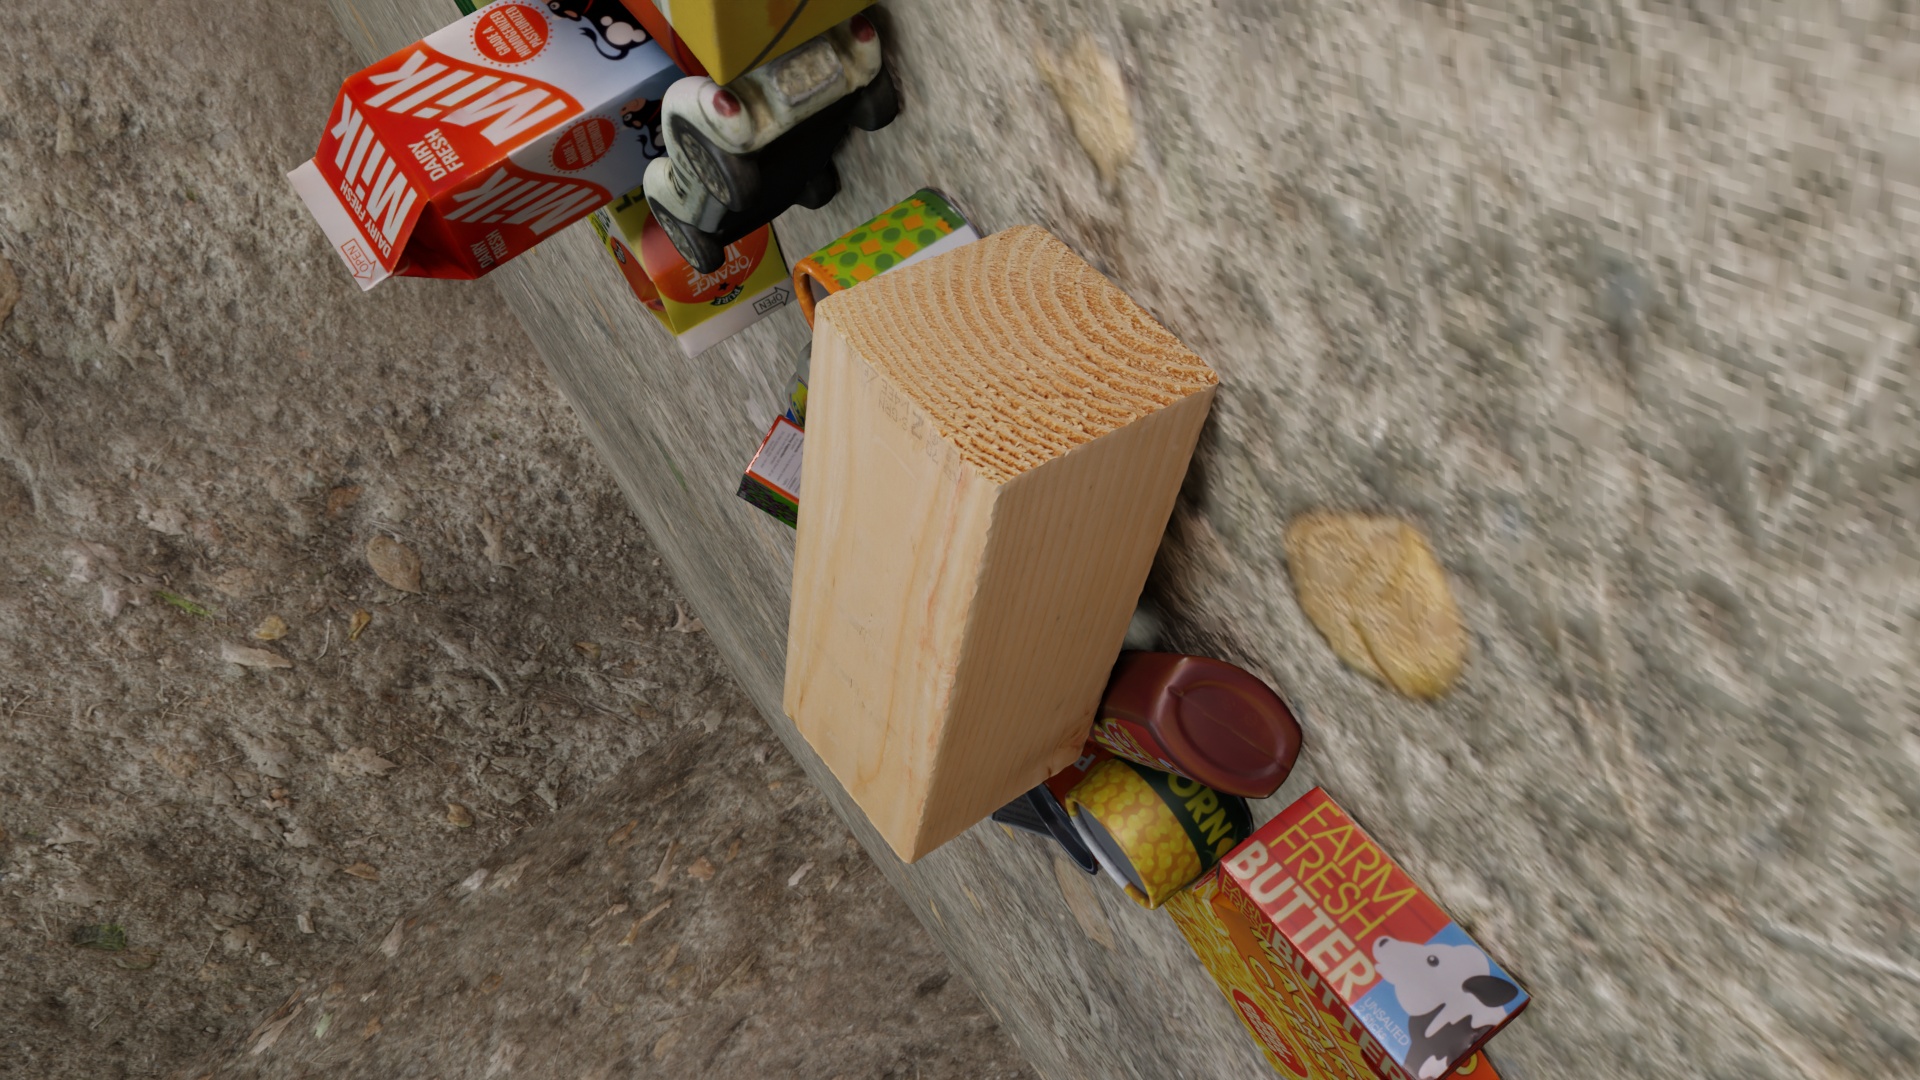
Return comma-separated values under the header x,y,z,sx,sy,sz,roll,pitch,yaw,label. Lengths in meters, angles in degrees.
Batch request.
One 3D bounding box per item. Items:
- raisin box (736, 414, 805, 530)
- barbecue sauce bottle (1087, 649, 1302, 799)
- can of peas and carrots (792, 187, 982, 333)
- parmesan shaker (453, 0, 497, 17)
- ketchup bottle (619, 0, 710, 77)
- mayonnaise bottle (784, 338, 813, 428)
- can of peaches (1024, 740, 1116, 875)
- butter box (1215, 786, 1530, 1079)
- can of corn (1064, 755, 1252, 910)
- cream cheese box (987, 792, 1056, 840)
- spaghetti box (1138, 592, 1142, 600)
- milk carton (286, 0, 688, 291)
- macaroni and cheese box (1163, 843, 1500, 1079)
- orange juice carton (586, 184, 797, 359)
x,y,z,sx,sy,sz,roll,pitch,yaw,label
-0.058,-0.015,0.755,0.123,0.040,0.086,31,168,-6,raisin box
0.079,0.070,0.572,0.065,0.044,0.148,34,170,-11,barbecue sauce bottle
-0.023,-0.090,0.527,0.071,0.059,0.070,51,165,20,can of peas and carrots
-0.263,-0.327,0.769,0.103,0.071,0.071,59,166,-12,parmesan shaker
-0.136,-0.252,0.571,0.149,0.043,0.064,49,164,25,ketchup bottle
-0.066,-0.073,0.746,0.064,0.041,0.148,53,166,-6,mayonnaise bottle
0.069,0.123,0.703,0.071,0.058,0.071,52,166,19,can of peaches
0.146,0.143,0.502,0.104,0.053,0.024,47,161,32,butter box
0.090,0.125,0.636,0.071,0.058,0.071,51,165,19,can of corn
0.056,0.153,0.771,0.104,0.024,0.053,20,173,-17,cream cheese box
0.009,0.038,0.674,0.050,0.029,0.249,28,163,-14,spaghetti box
-0.198,-0.185,0.620,0.072,0.191,0.073,53,166,12,milk carton
0.157,0.199,0.617,0.123,0.040,0.166,56,166,-3,macaroni and cheese box
-0.167,-0.195,0.742,0.192,0.072,0.073,58,166,-8,orange juice carton
